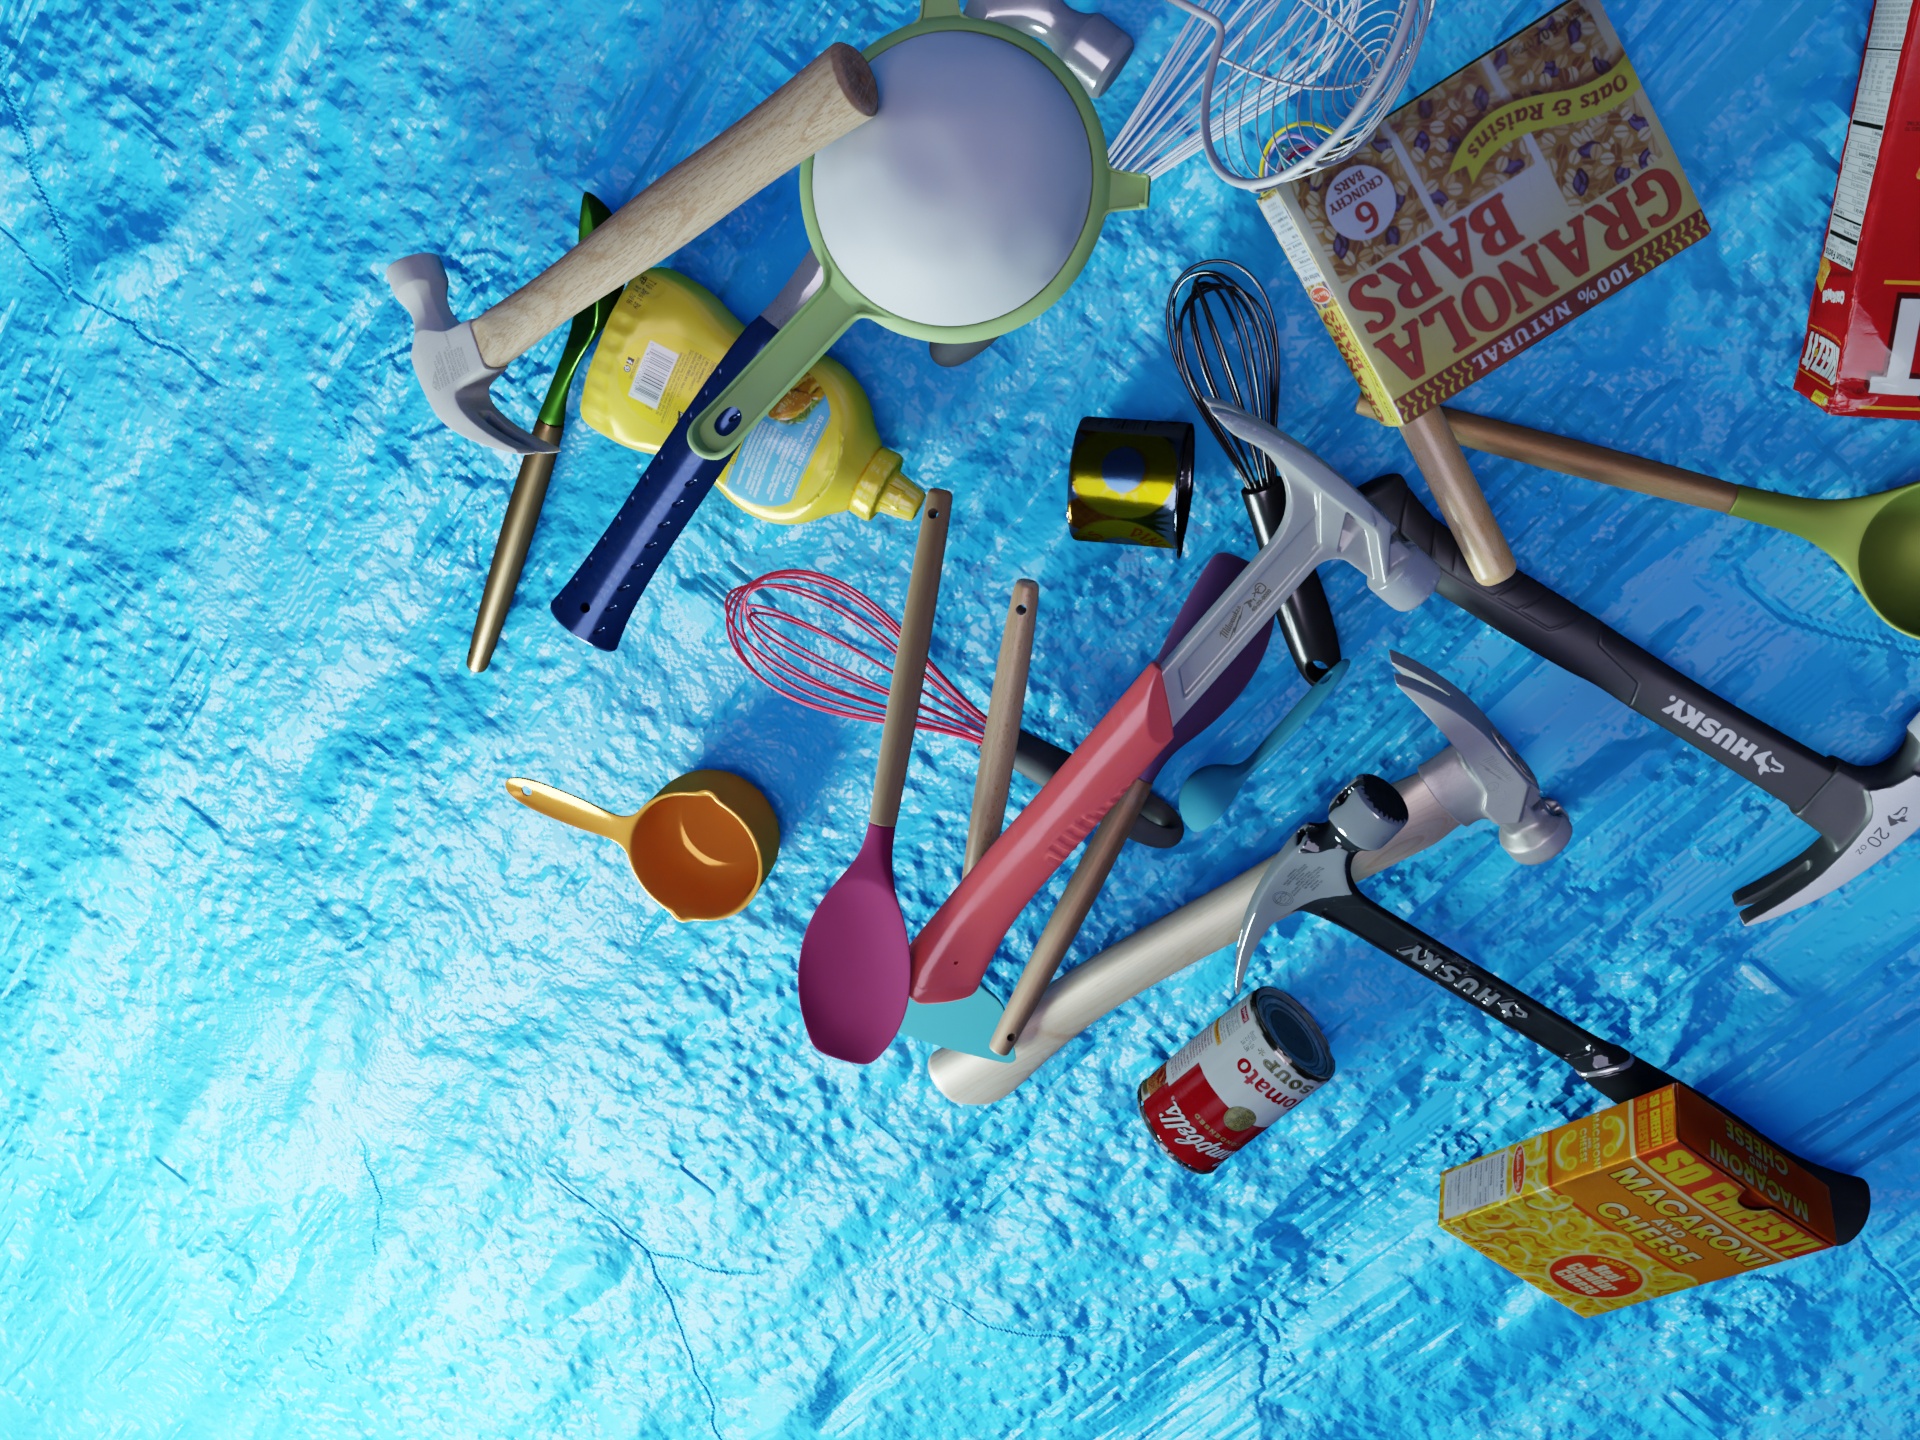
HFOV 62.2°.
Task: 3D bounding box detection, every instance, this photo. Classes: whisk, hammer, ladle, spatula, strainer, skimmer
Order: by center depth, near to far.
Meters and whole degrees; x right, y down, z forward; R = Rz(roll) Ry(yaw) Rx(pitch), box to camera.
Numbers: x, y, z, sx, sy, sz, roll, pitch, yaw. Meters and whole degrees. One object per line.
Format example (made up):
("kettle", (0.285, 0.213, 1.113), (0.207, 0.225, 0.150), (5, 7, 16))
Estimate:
("skimmer", (0.038, -0.348, 0.691), (0.363, 0.090, 0.127), (33, 113, 17))
("strainer", (-0.045, -0.218, 0.748), (0.256, 0.069, 0.151), (-44, 91, 12))
("ladle", (0.350, -0.113, 0.773), (0.320, 0.062, 0.078), (17, 111, 10))
("whisk", (0.212, -0.177, 0.774), (0.047, 0.051, 0.245), (-27, 96, 15))
("whisk", (0.081, -0.272, 0.781), (0.070, 0.070, 0.284), (47, 120, -7))
("hammer", (-0.168, -0.233, 0.793), (0.331, 0.031, 0.130), (-20, 90, 36))
("hammer", (-0.090, -0.212, 0.810), (0.144, 0.035, 0.405), (37, 102, 0))
("hammer", (0.336, -0.024, 0.823), (0.335, 0.035, 0.146), (31, 115, 1))
("whisk", (0.160, -0.122, 0.827), (0.055, 0.055, 0.238), (-14, 112, 20))
("hammer", (0.075, 0.011, 0.828), (0.149, 0.037, 0.359), (34, 109, -17))
("hammer", (0.336, 0.184, 0.879), (0.409, 0.036, 0.149), (32, 124, -9))
("spatula", (0.092, 0.055, 0.890), (0.059, 0.018, 0.316), (21, 103, -22))
("spatula", (0.013, 0.067, 0.900), (0.082, 0.044, 0.317), (14, 114, 10))
("whisk", (-0.001, -0.003, 0.910), (0.296, 0.073, 0.073), (28, 116, -4))
("hammer", (0.132, 0.115, 0.920), (0.410, 0.038, 0.146), (-35, 115, 27))

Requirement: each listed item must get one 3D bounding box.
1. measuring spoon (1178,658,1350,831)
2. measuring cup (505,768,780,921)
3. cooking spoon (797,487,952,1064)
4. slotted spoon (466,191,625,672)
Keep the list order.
("measuring spoon", (0.160, 0.009, 0.860), (0.021, 0.042, 0.128), (36, 113, -10))
("measuring cup", (-0.195, 0.060, 0.990), (0.173, 0.052, 0.095), (20, 115, 8))
("cooking spoon", (-0.038, 0.032, 0.870), (0.069, 0.017, 0.319), (12, 95, 21))
("slotted spoon", (-0.244, -0.153, 0.922), (0.031, 0.070, 0.313), (8, 125, -29))
